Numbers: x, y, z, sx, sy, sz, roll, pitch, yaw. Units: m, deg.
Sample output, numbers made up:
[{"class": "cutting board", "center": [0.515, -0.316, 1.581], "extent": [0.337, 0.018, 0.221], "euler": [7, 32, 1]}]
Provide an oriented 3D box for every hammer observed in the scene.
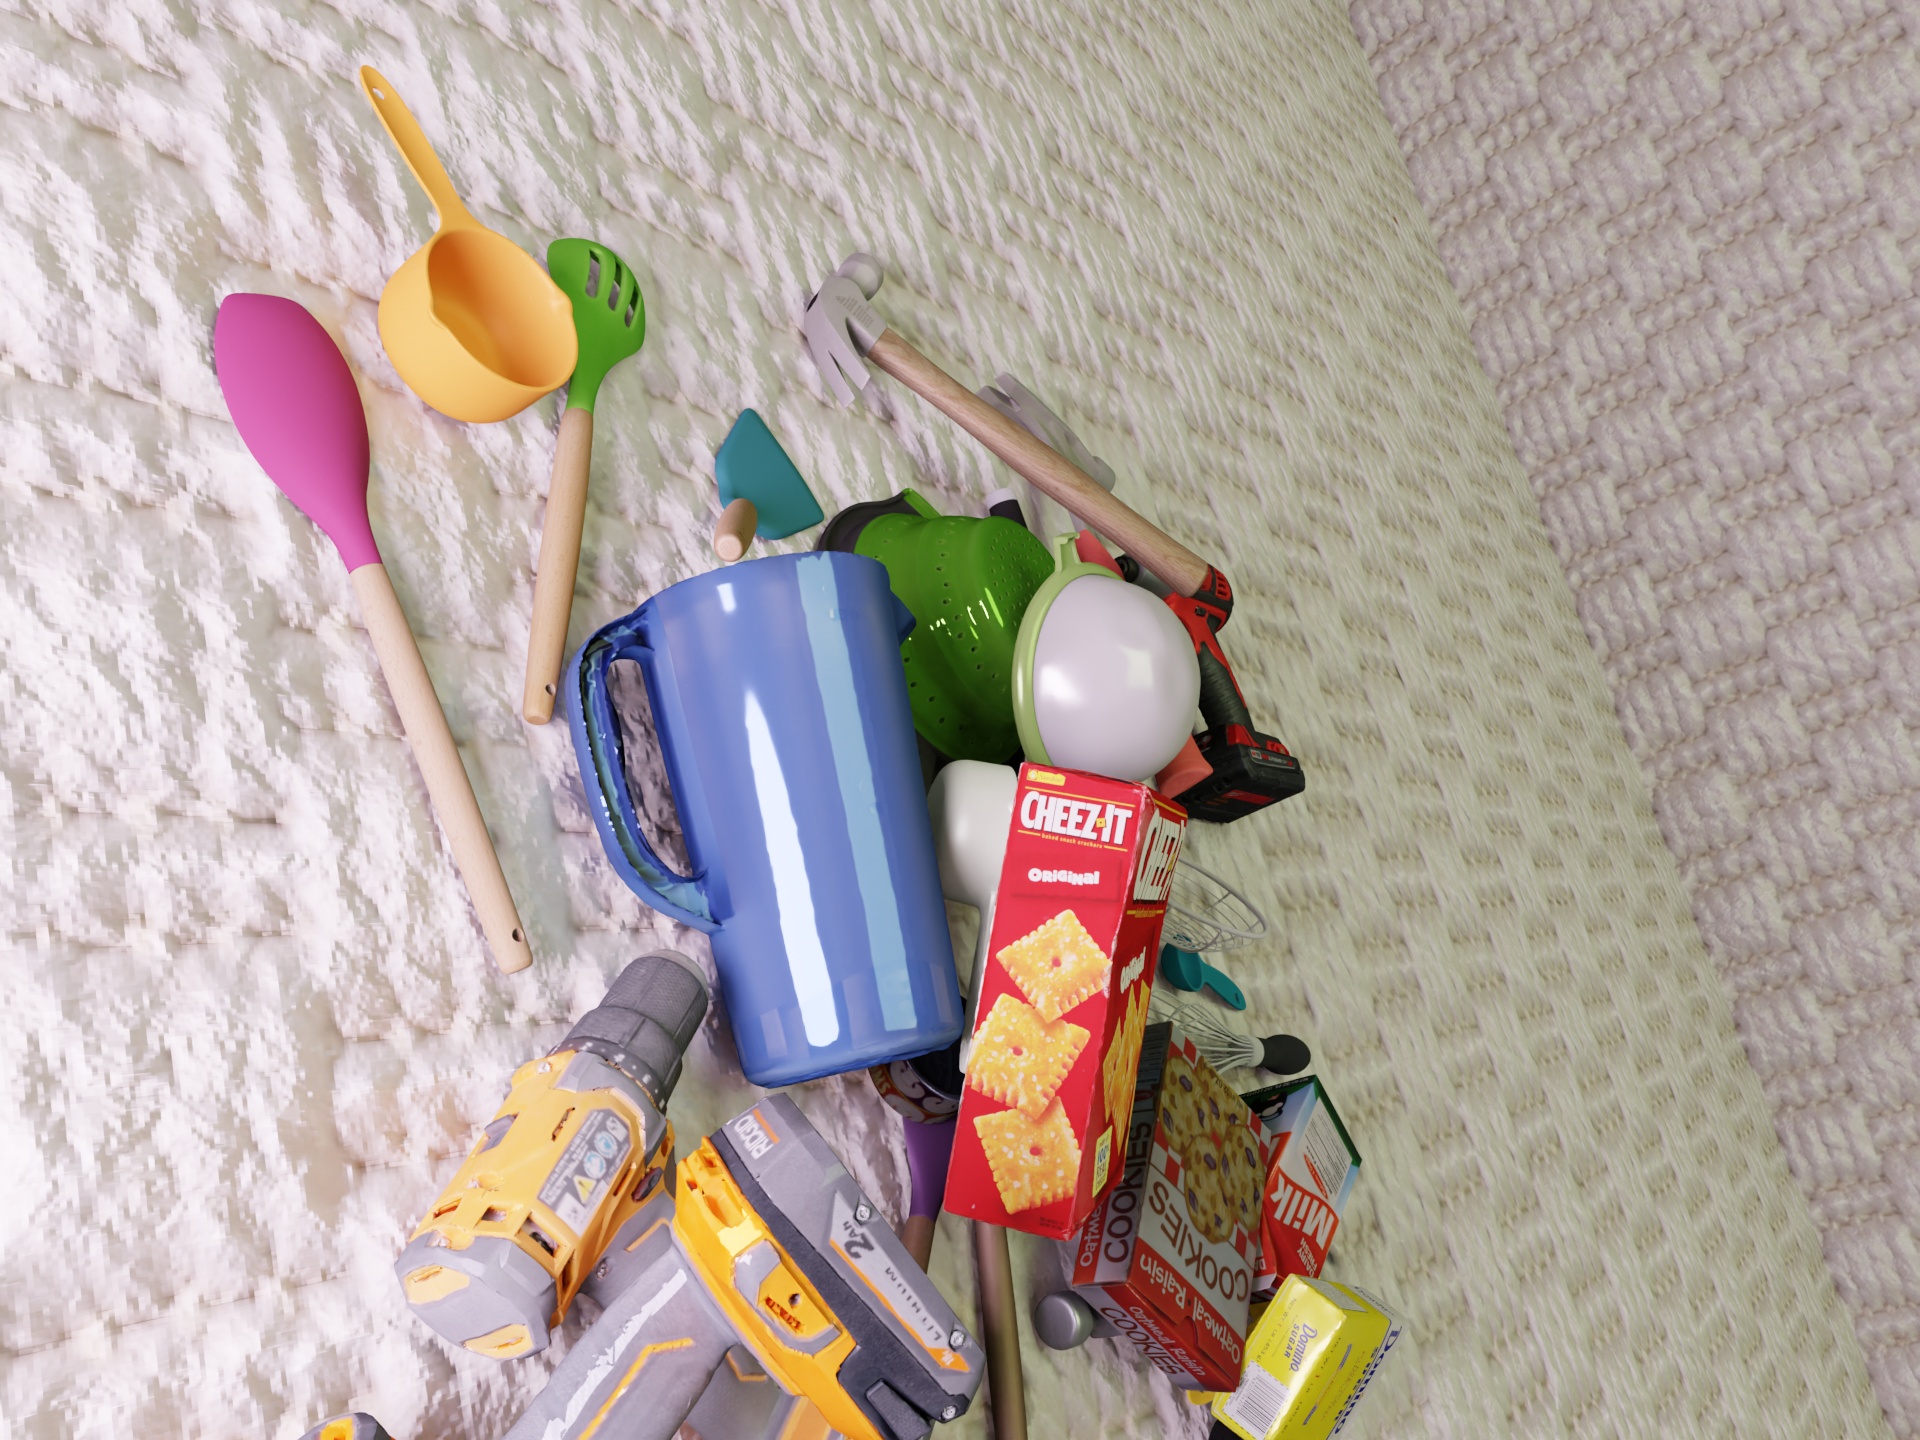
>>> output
[{"class": "hammer", "center": [0.070, 0.191, 0.950], "extent": [0.128, 0.033, 0.331], "euler": [15, 63, -52]}, {"class": "hammer", "center": [0.034, -0.189, 1.091], "extent": [0.331, 0.031, 0.130], "euler": [35, 40, -10]}, {"class": "hammer", "center": [0.102, -0.097, 1.133], "extent": [0.149, 0.036, 0.359], "euler": [32, 32, -43]}]

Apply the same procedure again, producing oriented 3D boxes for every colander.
[{"class": "colander", "center": [-0.001, -0.003, 0.942], "extent": [0.204, 0.094, 0.397], "euler": [44, 37, -30]}]

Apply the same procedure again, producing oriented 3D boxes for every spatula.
[{"class": "spatula", "center": [-0.026, 0.272, 0.793], "extent": [0.059, 0.018, 0.316], "euler": [38, 39, -21]}, {"class": "spatula", "center": [-0.107, -0.114, 0.832], "extent": [0.082, 0.044, 0.318], "euler": [56, 2, -14]}]

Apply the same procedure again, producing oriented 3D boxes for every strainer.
[{"class": "strainer", "center": [0.085, 0.024, 0.936], "extent": [0.151, 0.069, 0.256], "euler": [43, 57, -42]}]

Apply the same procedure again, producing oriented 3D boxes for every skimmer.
[{"class": "skimmer", "center": [0.110, -0.007, 1.110], "extent": [0.127, 0.090, 0.363], "euler": [2, 67, -61]}]

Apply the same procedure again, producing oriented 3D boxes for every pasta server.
[{"class": "pasta server", "center": [0.033, 0.365, 0.800], "extent": [0.060, 0.040, 0.316], "euler": [44, 34, -54]}]

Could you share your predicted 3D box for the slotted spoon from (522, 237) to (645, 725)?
[{"class": "slotted spoon", "center": [-0.196, -0.134, 0.813], "extent": [0.070, 0.031, 0.314], "euler": [34, 45, -44]}]

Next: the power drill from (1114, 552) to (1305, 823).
[{"class": "power drill", "center": [0.185, -0.037, 1.260], "extent": [0.143, 0.078, 0.220], "euler": [14, 55, -52]}]

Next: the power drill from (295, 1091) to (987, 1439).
[{"class": "power drill", "center": [-0.106, 0.256, 0.540], "extent": [0.226, 0.084, 0.164], "euler": [-37, 106, -14]}]

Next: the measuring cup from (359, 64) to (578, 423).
[{"class": "measuring cup", "center": [-0.255, -0.224, 0.764], "extent": [0.173, 0.052, 0.095], "euler": [61, 32, -3]}]

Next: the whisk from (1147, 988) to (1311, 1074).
[{"class": "whisk", "center": [0.184, 0.226, 1.099], "extent": [0.284, 0.070, 0.070], "euler": [20, 53, -55]}]

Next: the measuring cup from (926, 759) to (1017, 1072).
[{"class": "measuring cup", "center": [-0.003, 0.096, 0.812], "extent": [0.038, 0.083, 0.168], "euler": [14, 58, -11]}]

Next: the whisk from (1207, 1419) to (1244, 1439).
[{"class": "whisk", "center": [0.126, 0.430, 0.842], "extent": [0.073, 0.073, 0.295], "euler": [70, 18, 7]}]

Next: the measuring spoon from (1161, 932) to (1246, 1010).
[{"class": "measuring spoon", "center": [0.175, 0.190, 1.150], "extent": [0.128, 0.021, 0.042], "euler": [39, 39, -49]}]

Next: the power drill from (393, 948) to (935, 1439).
[{"class": "power drill", "center": [-0.102, 0.220, 0.665], "extent": [0.226, 0.084, 0.185], "euler": [48, 35, -17]}]

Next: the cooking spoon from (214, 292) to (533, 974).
[{"class": "cooking spoon", "center": [-0.246, -0.041, 0.684], "extent": [0.068, 0.017, 0.319], "euler": [-15, 81, -57]}]

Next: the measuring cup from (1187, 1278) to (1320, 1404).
[{"class": "measuring cup", "center": [0.182, 0.394, 1.018], "extent": [0.156, 0.029, 0.062], "euler": [-18, 84, -46]}]
